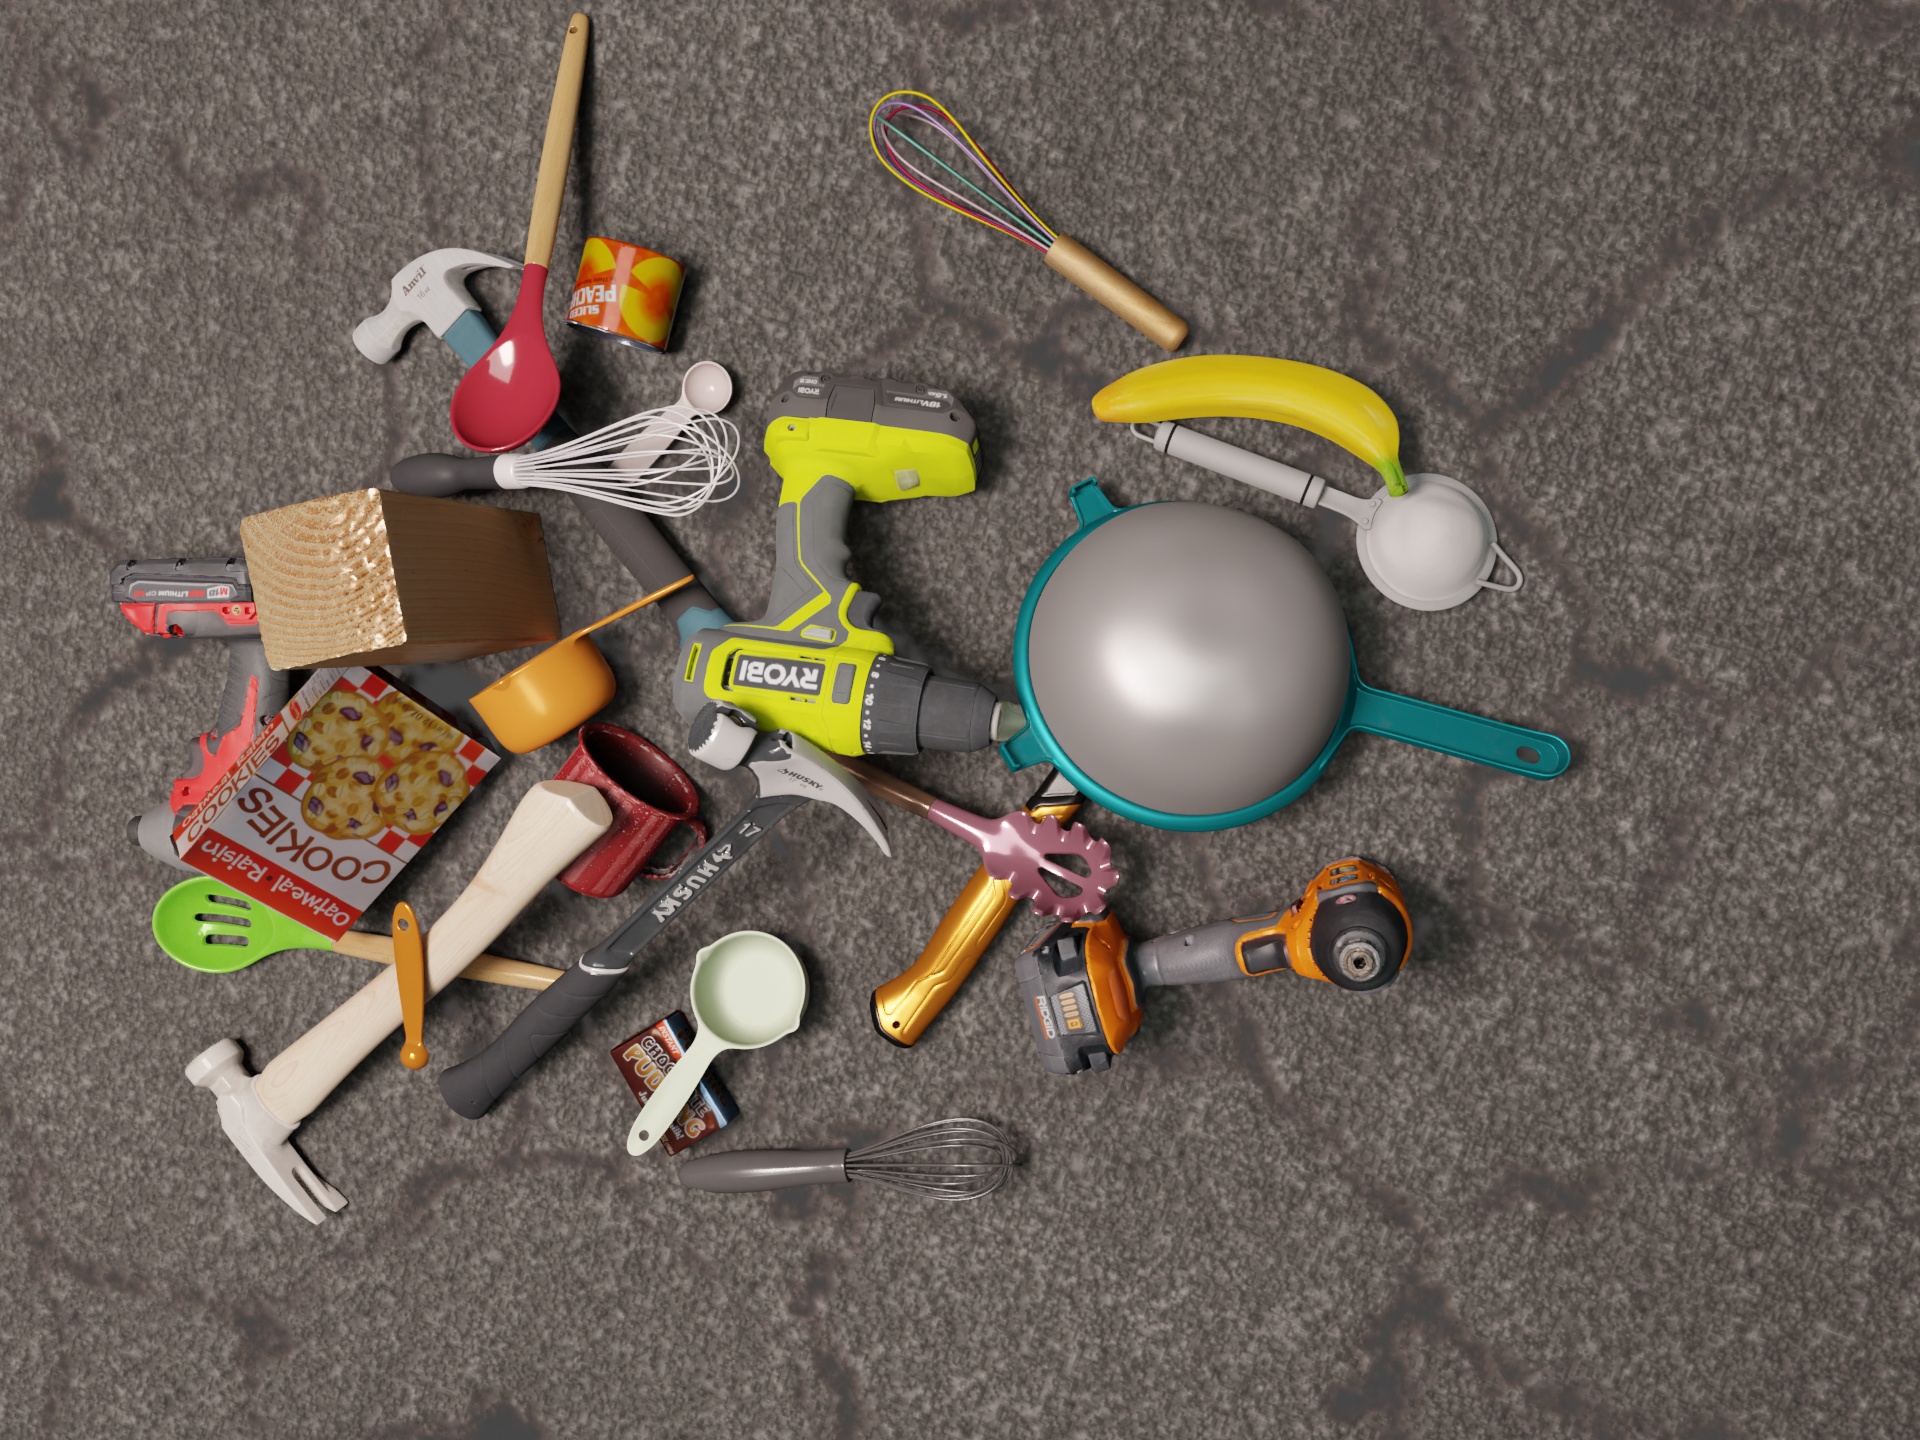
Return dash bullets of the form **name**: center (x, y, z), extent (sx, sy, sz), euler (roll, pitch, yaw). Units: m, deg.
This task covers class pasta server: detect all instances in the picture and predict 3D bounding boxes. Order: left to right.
- **pasta server**: center (-0.043, 0.043, 1.008), extent (0.316, 0.040, 0.060), euler (25, 84, 18)

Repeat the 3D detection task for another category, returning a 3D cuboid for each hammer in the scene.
- **hammer**: center (-0.359, 0.181, 1.048), extent (0.410, 0.038, 0.146), euler (-40, 88, 24)
- **hammer**: center (-0.260, -0.173, 1.052), extent (0.128, 0.033, 0.331), euler (-40, 88, 20)
- **hammer**: center (-0.210, 0.143, 1.008), extent (0.149, 0.036, 0.409), euler (28, 123, -32)
- **hammer**: center (0.054, 0.076, 1.019), extent (0.127, 0.034, 0.337), euler (36, 99, 7)

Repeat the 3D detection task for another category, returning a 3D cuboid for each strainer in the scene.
- **strainer**: center (0.201, -0.030, 0.925), extent (0.340, 0.095, 0.211), euler (15, 73, 2)
- **strainer**: center (0.223, -0.137, 0.974), extent (0.258, 0.050, 0.087), euler (23, 81, 11)

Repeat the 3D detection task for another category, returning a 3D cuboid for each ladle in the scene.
- **ladle**: center (-0.268, -0.312, 1.012), extent (0.069, 0.031, 0.315), euler (4, 76, 9)

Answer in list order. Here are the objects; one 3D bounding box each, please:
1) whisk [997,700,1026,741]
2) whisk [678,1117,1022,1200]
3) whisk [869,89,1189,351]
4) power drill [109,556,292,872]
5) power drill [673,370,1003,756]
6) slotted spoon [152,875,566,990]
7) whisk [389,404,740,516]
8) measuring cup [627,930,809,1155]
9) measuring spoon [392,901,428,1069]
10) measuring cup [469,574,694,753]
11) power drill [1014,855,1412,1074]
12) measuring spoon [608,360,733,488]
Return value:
- **whisk**: center (-0.002, -0.003, 0.987), extent (0.246, 0.058, 0.059), euler (5, 103, 8)
- **whisk**: center (-0.076, 0.295, 1.050), extent (0.239, 0.055, 0.055), euler (-7, 92, 14)
- **whisk**: center (0.043, -0.312, 0.993), extent (0.245, 0.051, 0.047), euler (37, 93, 3)
- **power drill**: center (-0.510, -0.002, 1.093), extent (0.143, 0.078, 0.219), euler (0, 97, 10)
- **power drill**: center (-0.056, -0.088, 0.963), extent (0.190, 0.080, 0.229), euler (8, 72, 9)
- **slotted spoon**: center (-0.411, 0.160, 1.109), extent (0.314, 0.031, 0.070), euler (8, 95, 7)
- **whisk**: center (-0.257, -0.157, 1.000), extent (0.285, 0.070, 0.070), euler (2, 94, 29)
- **measuring cup**: center (-0.163, 0.214, 1.048), extent (0.083, 0.038, 0.167), euler (35, 87, 10)
- **measuring spoon**: center (-0.355, 0.172, 1.018), extent (0.021, 0.011, 0.117), euler (7, 106, 17)
- **measuring cup**: center (-0.233, -0.035, 1.031), extent (0.173, 0.095, 0.052), euler (-27, 102, 14)
- **power drill**: center (0.153, 0.142, 0.941), extent (0.226, 0.164, 0.084), euler (-15, 91, 12)
- **measuring spoon**: center (-0.196, -0.190, 1.058), extent (0.124, 0.018, 0.034), euler (-40, 87, 17)
